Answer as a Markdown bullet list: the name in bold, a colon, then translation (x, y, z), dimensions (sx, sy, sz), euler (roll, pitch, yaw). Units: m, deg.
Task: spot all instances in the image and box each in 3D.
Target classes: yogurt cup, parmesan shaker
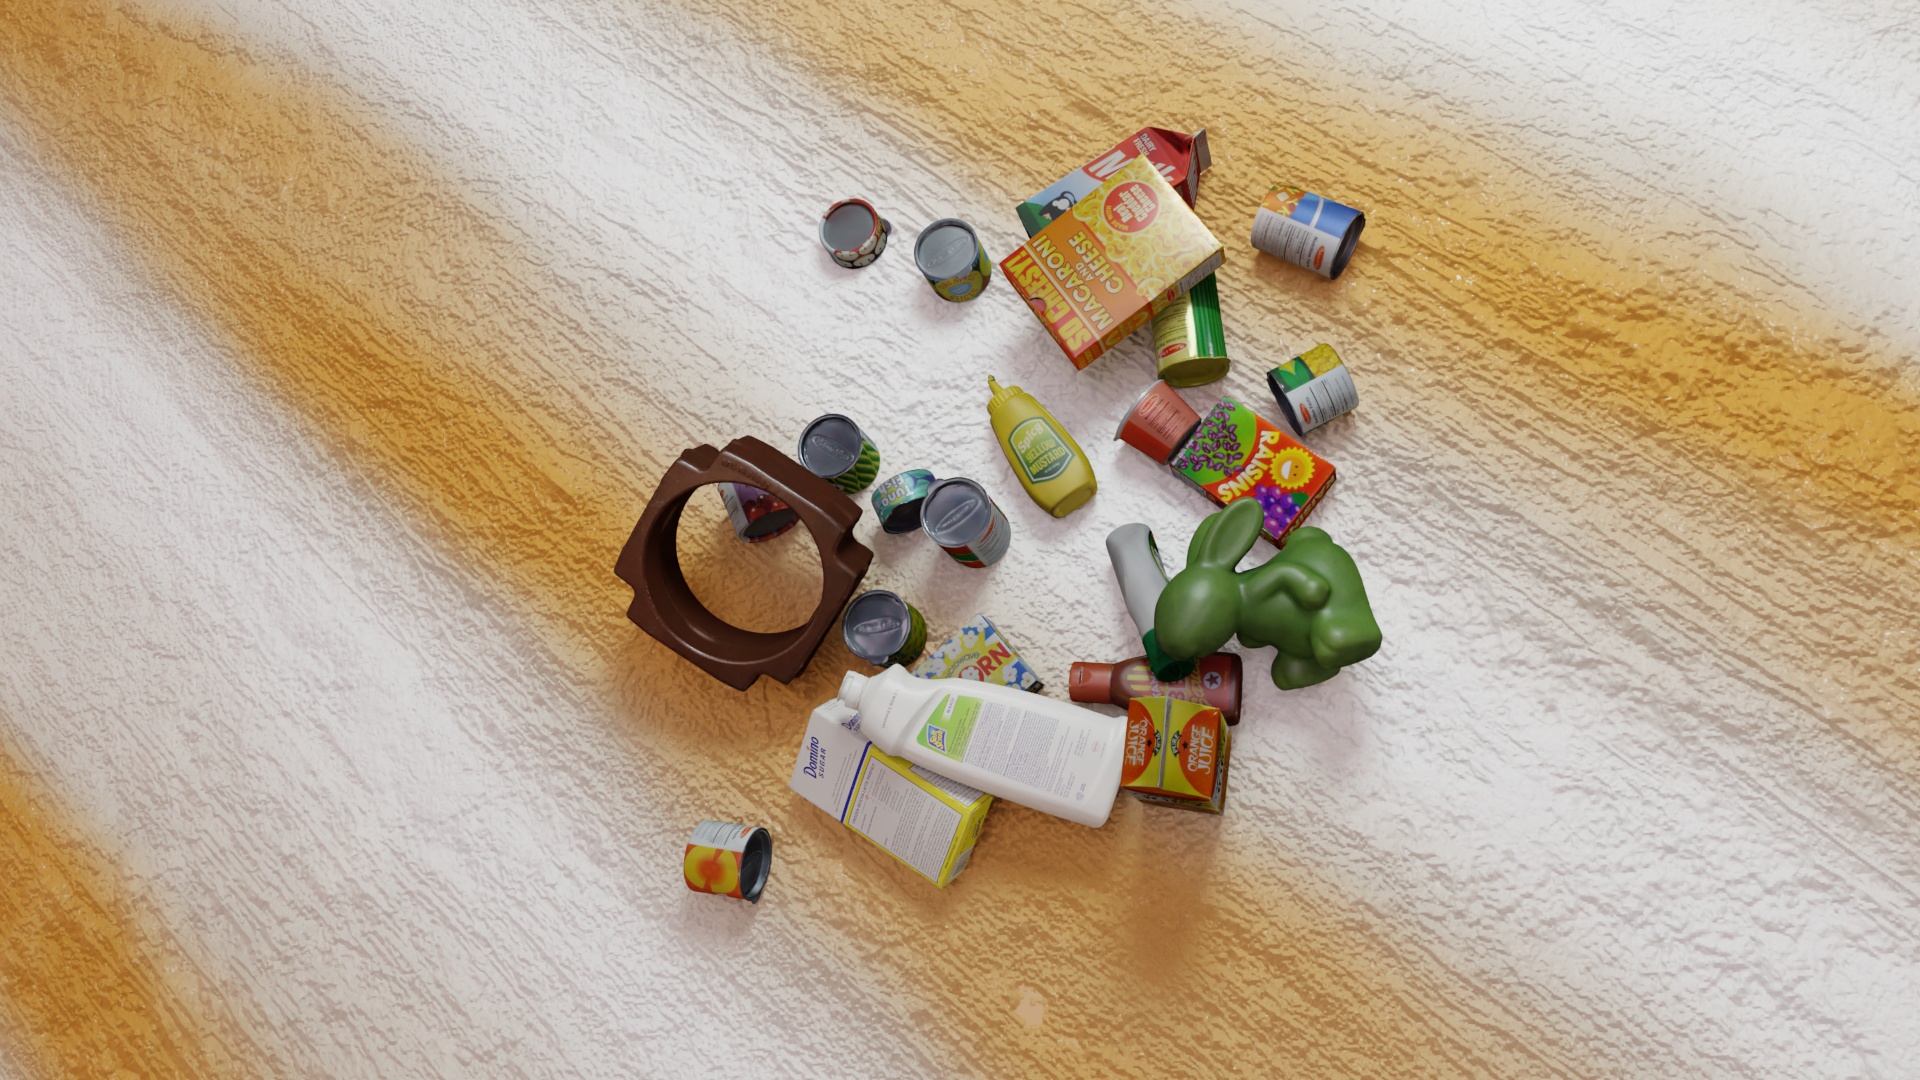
- **yogurt cup**: translation (0.184, -0.106, 1.275), dimensions (0.054, 0.072, 0.072), euler (40, 88, 13)
- **parmesan shaker**: translation (0.213, -0.203, 1.292), dimensions (0.071, 0.071, 0.103), euler (-8, 72, 13)

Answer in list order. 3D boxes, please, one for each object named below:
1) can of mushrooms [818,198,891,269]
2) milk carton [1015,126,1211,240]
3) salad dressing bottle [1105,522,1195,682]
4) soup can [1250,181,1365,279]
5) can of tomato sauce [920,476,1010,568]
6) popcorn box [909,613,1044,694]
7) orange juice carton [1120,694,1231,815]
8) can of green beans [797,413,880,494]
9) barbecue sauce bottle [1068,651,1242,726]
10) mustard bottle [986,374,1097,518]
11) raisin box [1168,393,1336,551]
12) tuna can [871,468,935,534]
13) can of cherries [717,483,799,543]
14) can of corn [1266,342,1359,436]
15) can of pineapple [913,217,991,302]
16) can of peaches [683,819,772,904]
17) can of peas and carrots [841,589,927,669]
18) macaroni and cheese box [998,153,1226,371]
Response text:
- **can of mushrooms**: translation (-0.109, -0.318, 1.434), dimensions (0.071, 0.033, 0.071), euler (-5, 73, 15)
- **milk carton**: translation (0.157, -0.329, 1.342), dimensions (0.190, 0.072, 0.073), euler (-30, 69, 5)
- **salad dressing bottle**: translation (0.167, 0.054, 1.219), dimensions (0.044, 0.064, 0.148), euler (-17, 54, 4)
- **soup can**: translation (0.323, -0.289, 1.289), dimensions (0.084, 0.071, 0.071), euler (28, 84, 21)
- **can of tomato sauce**: translation (0.005, -0.016, 1.288), dimensions (0.071, 0.083, 0.071), euler (-4, 73, 15)
- **popcorn box**: translation (0.000, 0.140, 1.267), dimensions (0.126, 0.038, 0.085), euler (-41, 68, 1)
- **orange juice carton**: translation (0.175, 0.175, 1.126), dimensions (0.073, 0.192, 0.072), euler (5, 75, 16)
- **can of green beans**: translation (-0.118, -0.083, 1.355), dimensions (0.071, 0.057, 0.071), euler (-4, 74, 14)
- **barbecue sauce bottle**: translation (0.171, 0.128, 1.220), dimensions (0.148, 0.043, 0.065), euler (1, 66, 16)
- **mustard bottle**: translation (0.065, -0.097, 1.313), dimensions (0.065, 0.048, 0.160), euler (-35, 68, 2)
- **raisin box**: translation (0.263, -0.062, 1.253), dimensions (0.123, 0.040, 0.086), euler (38, 87, 23)
- **tuna can**: translation (-0.051, -0.038, 1.316), dimensions (0.071, 0.071, 0.033), euler (-29, 68, 6)
- **can of cherries**: translation (-0.194, -0.039, 1.360), dimensions (0.071, 0.071, 0.058), euler (-29, 69, 6)
- **can of corn**: translation (0.315, -0.137, 1.247), dimensions (0.058, 0.071, 0.071), euler (-28, 69, 6)
- **can of pineapple**: translation (-0.006, -0.276, 1.380), dimensions (0.071, 0.057, 0.071), euler (-4, 74, 15)
- **can of peaches**: translation (-0.212, 0.294, 1.268), dimensions (0.058, 0.071, 0.071), euler (5, 76, 17)
- **can of peas and carrots**: translation (-0.069, 0.086, 1.292), dimensions (0.071, 0.058, 0.071), euler (-4, 75, 15)
- **macaroni and cheese box**: translation (0.137, -0.255, 1.269), dimensions (0.166, 0.040, 0.124), euler (-37, 71, 4)
